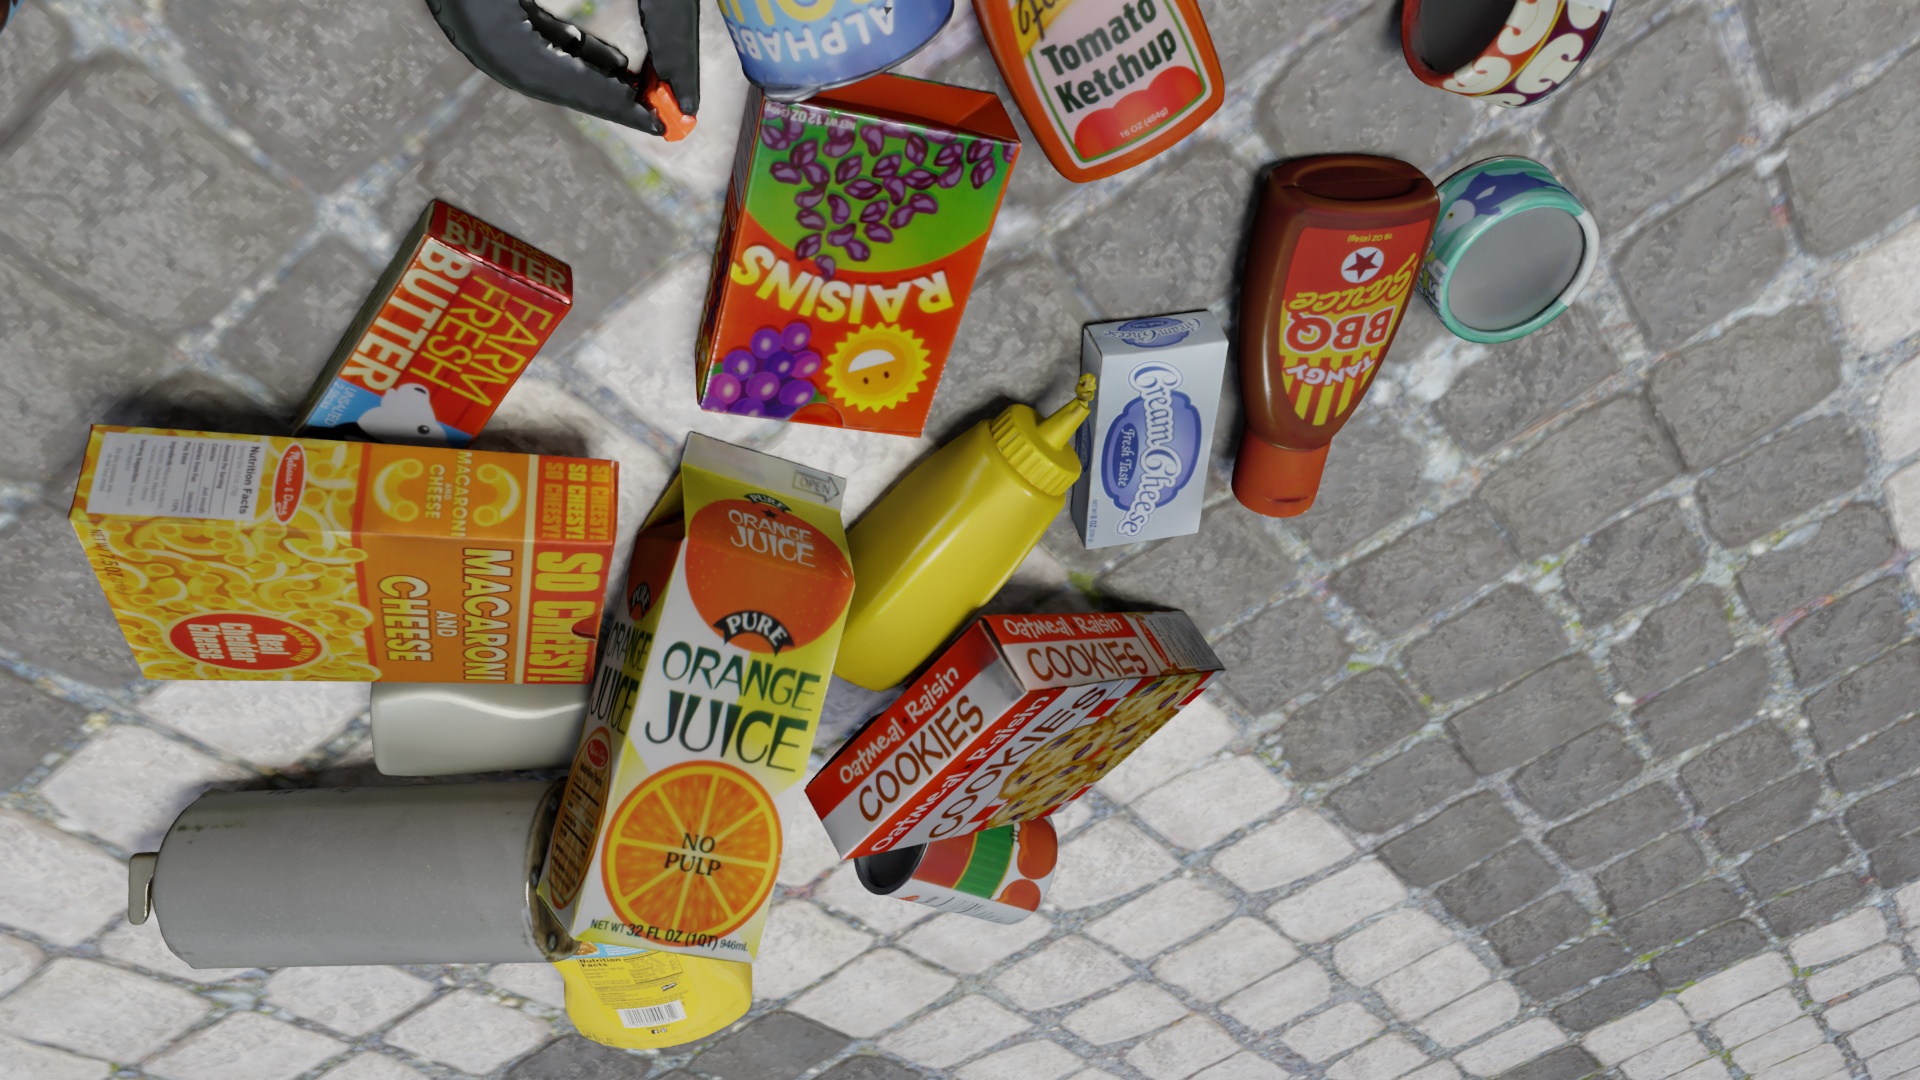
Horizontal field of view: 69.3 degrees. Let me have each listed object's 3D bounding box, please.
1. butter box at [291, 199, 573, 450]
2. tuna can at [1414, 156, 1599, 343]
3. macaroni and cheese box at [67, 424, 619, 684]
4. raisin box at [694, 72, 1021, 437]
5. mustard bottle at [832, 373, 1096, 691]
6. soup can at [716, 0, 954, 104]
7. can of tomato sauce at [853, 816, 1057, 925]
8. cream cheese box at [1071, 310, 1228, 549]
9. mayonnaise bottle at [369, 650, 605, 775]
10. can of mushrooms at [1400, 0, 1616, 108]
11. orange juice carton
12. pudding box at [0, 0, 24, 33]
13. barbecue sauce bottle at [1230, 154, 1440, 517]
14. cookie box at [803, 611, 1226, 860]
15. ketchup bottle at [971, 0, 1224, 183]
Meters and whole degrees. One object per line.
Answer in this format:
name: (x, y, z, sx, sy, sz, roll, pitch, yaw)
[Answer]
butter box: (-0.184, -0.064, 0.483, 0.053, 0.024, 0.103, 26, 121, -34)
tuna can: (0.207, -0.111, 0.538, 0.071, 0.033, 0.070, -8, 133, -8)
macaroni and cheese box: (-0.216, 0.013, 0.512, 0.167, 0.040, 0.123, 3, 150, -17)
raisin box: (-0.039, -0.097, 0.481, 0.086, 0.040, 0.122, 5, 131, -20)
mustard bottle: (0.002, -0.007, 0.559, 0.049, 0.065, 0.159, 31, 117, -32)
soup can: (-0.045, -0.176, 0.383, 0.071, 0.072, 0.083, -18, 133, 3)
can of tomato sauce: (-0.001, 0.153, 0.708, 0.083, 0.071, 0.071, 23, 123, -32)
cream cheese box: (0.076, -0.044, 0.572, 0.053, 0.024, 0.103, -9, 134, -9)
mayonnaise bottle: (-0.175, 0.074, 0.604, 0.148, 0.041, 0.064, 1, 138, -18)
can of mushrooms: (0.174, -0.174, 0.448, 0.033, 0.071, 0.070, 7, 130, -20)
orange juice carton: (-0.100, 0.058, 0.545, 0.072, 0.073, 0.193, 18, 83, -27)
pudding box: (-0.261, -0.148, 0.343, 0.030, 0.084, 0.049, -6, 133, -10)
barbecue sauce bottle: (0.137, -0.075, 0.545, 0.065, 0.044, 0.147, -6, 134, -11)
cookie box: (0.028, 0.083, 0.623, 0.122, 0.040, 0.168, -46, 152, 27)
ketchup bottle: (0.027, -0.182, 0.417, 0.064, 0.044, 0.148, -27, 132, 11)
